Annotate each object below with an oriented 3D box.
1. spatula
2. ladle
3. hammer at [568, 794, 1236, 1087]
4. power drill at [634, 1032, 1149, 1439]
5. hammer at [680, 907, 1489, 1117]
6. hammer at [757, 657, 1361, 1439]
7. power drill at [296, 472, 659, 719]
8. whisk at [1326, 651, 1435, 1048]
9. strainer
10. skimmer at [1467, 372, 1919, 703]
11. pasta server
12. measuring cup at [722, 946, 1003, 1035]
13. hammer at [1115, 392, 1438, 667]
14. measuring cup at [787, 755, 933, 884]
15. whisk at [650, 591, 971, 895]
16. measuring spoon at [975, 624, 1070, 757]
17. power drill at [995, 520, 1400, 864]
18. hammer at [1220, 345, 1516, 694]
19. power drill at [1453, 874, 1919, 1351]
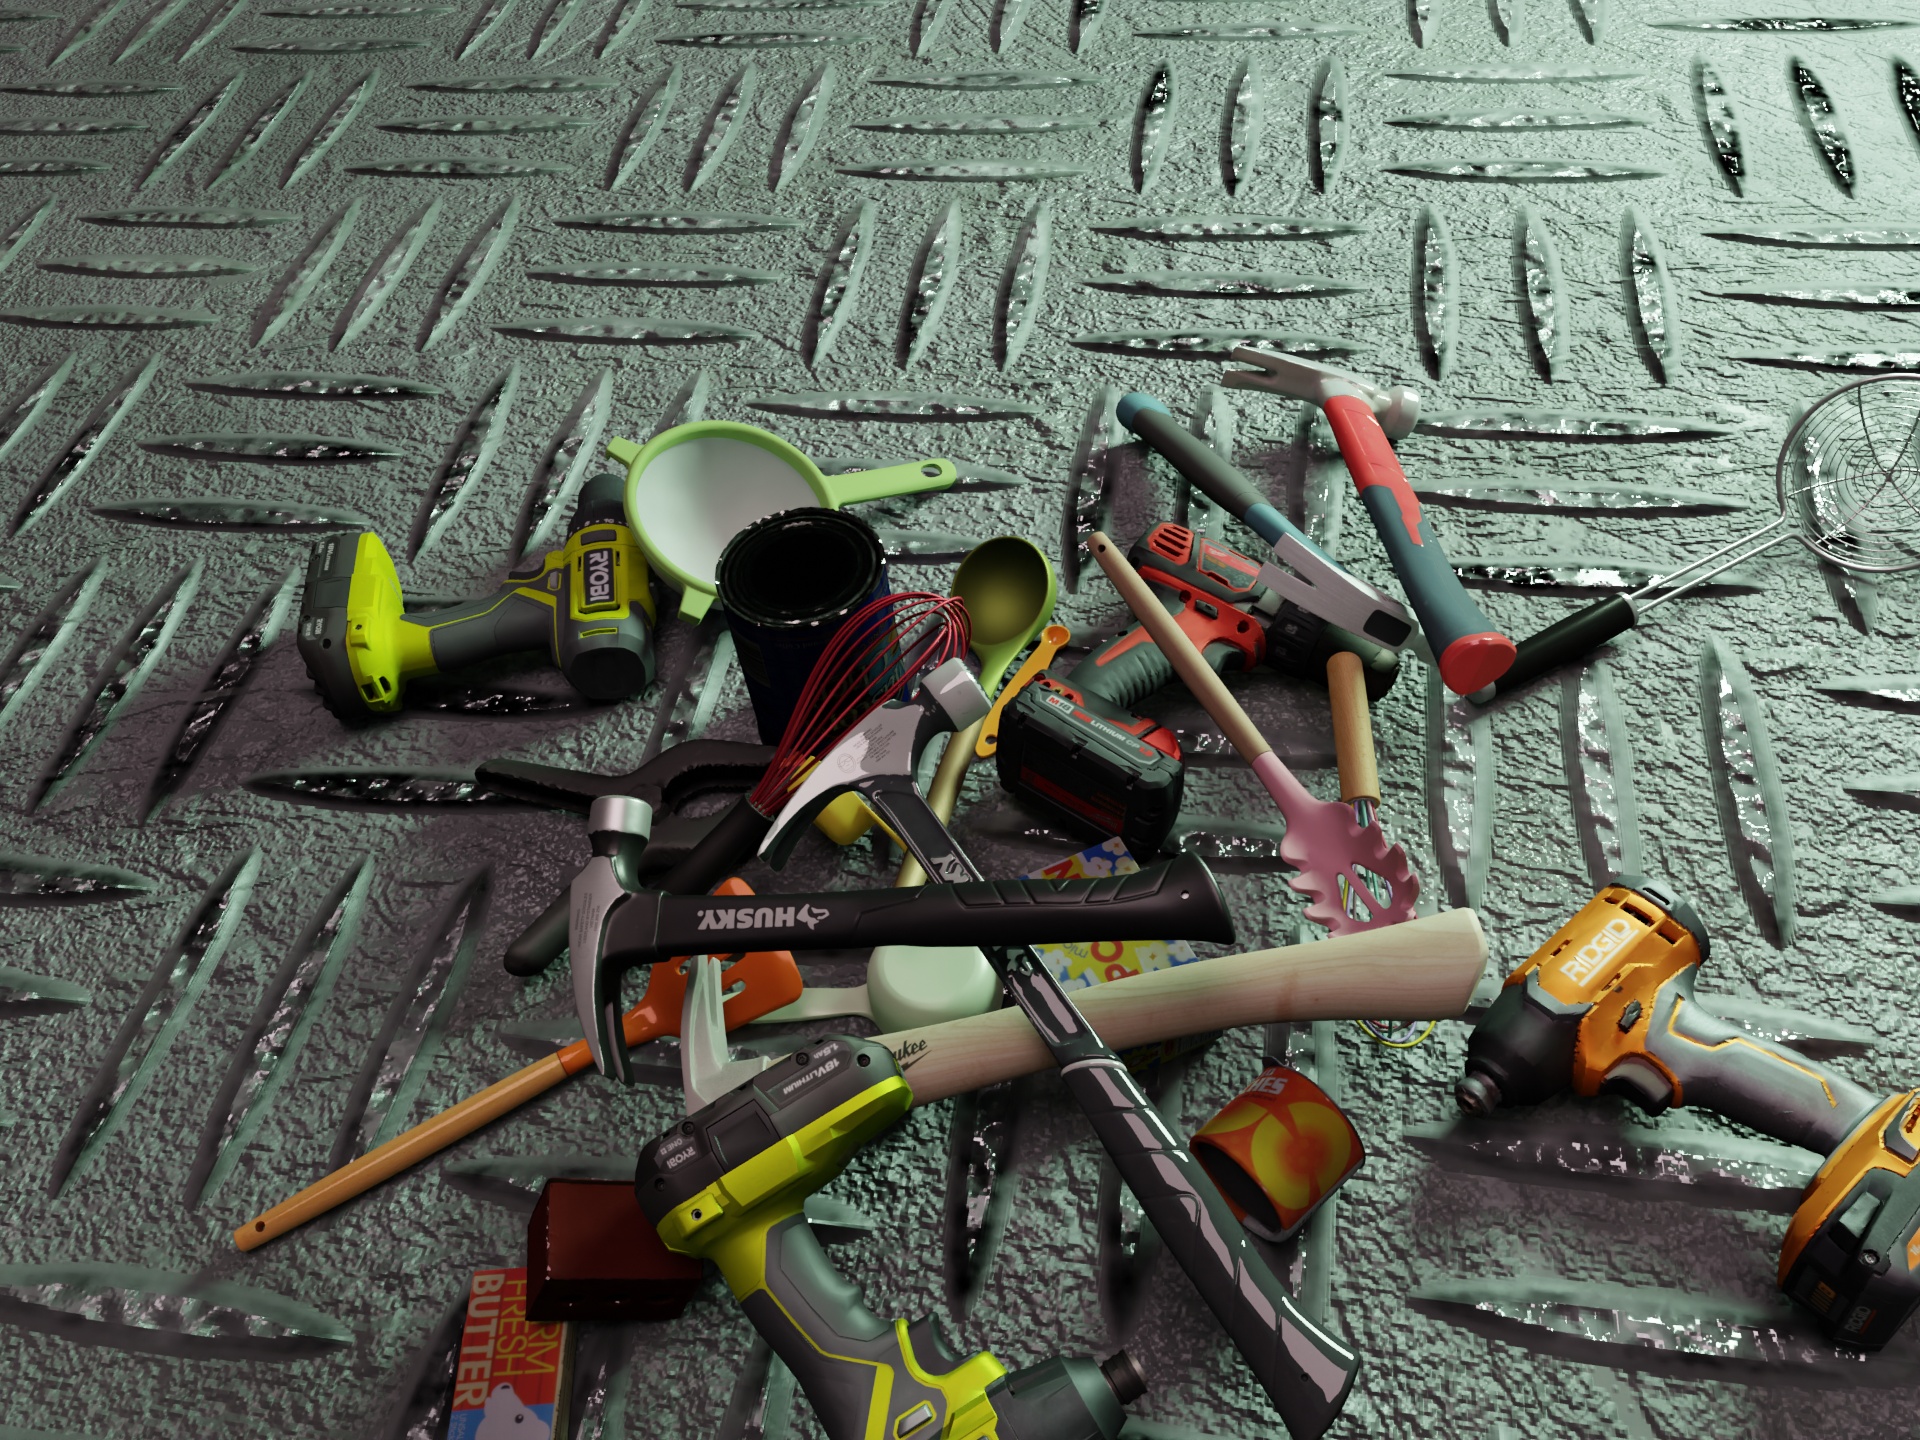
[{"bbox_3d":[-0.241,0.197,0.867,0.322,0.041,0.081,-28,71,-14],"label":"spatula"},{"bbox_3d":[-0.002,-0.003,0.965,0.078,0.062,0.320,-16,33,29],"label":"ladle"},{"bbox_3d":[-0.035,0.101,0.774,0.335,0.035,0.146,-4,67,14],"label":"hammer"},{"bbox_3d":[-0.035,0.264,0.723,0.171,0.080,0.223,-30,71,-7],"label":"power drill"},{"bbox_3d":[0.055,0.147,0.807,0.410,0.038,0.146,-14,65,8],"label":"hammer"},{"bbox_3d":[0.048,0.155,0.766,0.149,0.036,0.409,-36,63,-2],"label":"hammer"},{"bbox_3d":[-0.324,-0.090,1.101,0.228,0.080,0.191,-9,49,-4],"label":"power drill"},{"bbox_3d":[0.230,0.068,0.892,0.047,0.051,0.245,-10,57,17],"label":"whisk"},{"bbox_3d":[-0.120,-0.143,1.134,0.256,0.069,0.152,-16,68,-31],"label":"strainer"},{"bbox_3d":[0.482,-0.103,1.001,0.363,0.090,0.127,-26,83,-11],"label":"skimmer"},{"bbox_3d":[0.153,0.000,0.896,0.060,0.040,0.317,-37,59,8],"label":"pasta server"},{"bbox_3d":[-0.060,0.147,0.888,0.167,0.038,0.083,-4,49,1],"label":"measuring cup"},{"bbox_3d":[0.195,-0.142,1.065,0.128,0.033,0.331,16,25,-34],"label":"hammer"},{"bbox_3d":[-0.049,0.077,0.933,0.029,0.062,0.157,-44,55,-8],"label":"measuring cup"},{"bbox_3d":[-0.103,0.036,0.911,0.296,0.073,0.073,-46,54,6],"label":"whisk"},{"bbox_3d":[0.041,-0.018,1.038,0.021,0.011,0.117,20,59,22],"label":"measuring spoon"},{"bbox_3d":[0.147,-0.018,0.981,0.188,0.080,0.227,30,55,20],"label":"power drill"},{"bbox_3d":[0.258,-0.139,1.002,0.143,0.038,0.387,13,33,-8],"label":"hammer"},{"bbox_3d":[0.365,0.190,0.775,0.164,0.084,0.227,-35,50,-20],"label":"power drill"}]
